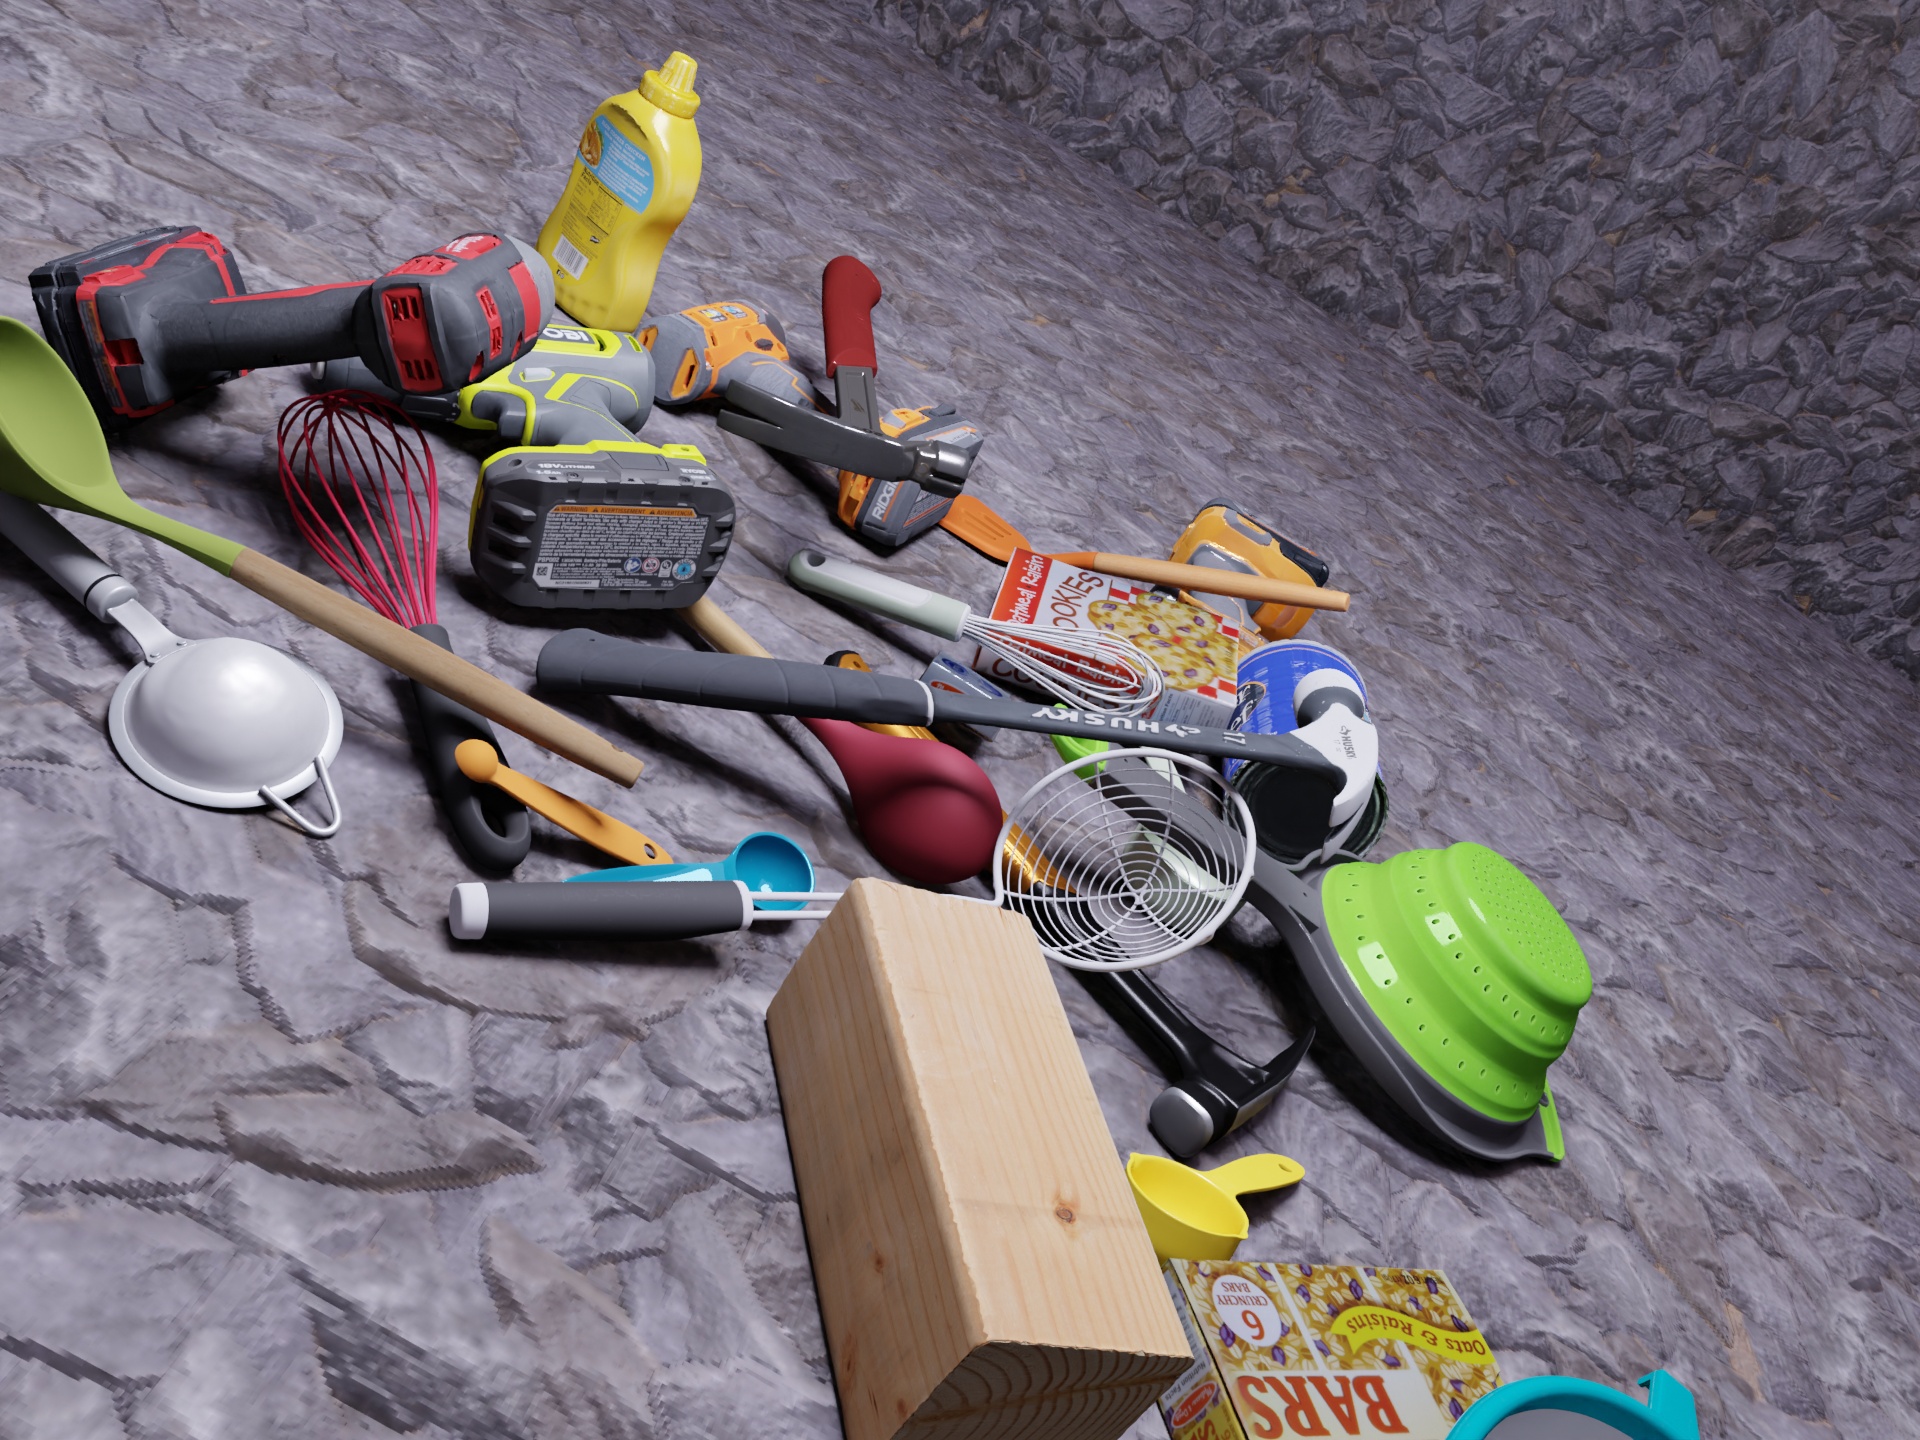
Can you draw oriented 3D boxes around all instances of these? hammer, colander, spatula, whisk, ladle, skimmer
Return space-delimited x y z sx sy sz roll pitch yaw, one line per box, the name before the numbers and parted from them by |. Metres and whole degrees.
hammer | -0.083 -0.249 1.068 0.149 0.036 0.359 16 29 -15
colander | 0.224 0.091 0.885 0.397 0.094 0.205 36 29 -15
spatula | 0.121 -0.119 1.141 0.323 0.041 0.081 13 19 27
whisk | -0.255 -0.051 0.734 0.073 0.073 0.296 1 48 -44
hammer | 0.040 0.079 0.848 0.337 0.034 0.127 45 32 22
hammer | -0.001 -0.002 0.770 0.409 0.036 0.149 7 26 2
whisk | 0.009 -0.057 0.980 0.246 0.059 0.058 20 45 5
ladle | -0.100 -0.024 0.856 0.316 0.069 0.031 40 0 24
skimmer | -0.033 0.061 0.704 0.363 0.090 0.127 3 39 -31
ladle | -0.271 -0.063 0.664 0.320 0.062 0.078 29 9 -9

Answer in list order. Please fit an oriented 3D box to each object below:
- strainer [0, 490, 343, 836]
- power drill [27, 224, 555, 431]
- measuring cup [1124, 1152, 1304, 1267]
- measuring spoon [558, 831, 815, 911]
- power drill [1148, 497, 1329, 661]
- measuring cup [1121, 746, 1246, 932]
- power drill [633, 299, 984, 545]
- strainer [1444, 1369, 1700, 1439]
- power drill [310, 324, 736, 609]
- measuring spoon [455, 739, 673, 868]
strainer | -0.344 -0.046 0.652 0.258 0.050 0.087 37 43 14
power drill | -0.307 -0.197 0.767 0.219 0.078 0.143 0 28 10
measuring cup | 0.119 0.220 0.724 0.062 0.029 0.156 31 10 33
measuring spoon | -0.125 0.076 0.710 0.128 0.021 0.042 -3 62 -35
power drill | 0.228 -0.068 1.223 0.185 0.084 0.226 32 33 -1
measuring cup | 0.122 0.063 0.954 0.083 0.038 0.168 20 29 -23
power drill | -0.102 -0.224 1.130 0.226 0.084 0.164 33 28 8
strainer | 0.149 0.335 0.494 0.340 0.095 0.211 6 54 -35
power drill | -0.239 -0.155 0.875 0.190 0.080 0.229 -3 38 -34
measuring spoon | -0.168 0.038 0.690 0.116 0.011 0.021 35 29 -36
